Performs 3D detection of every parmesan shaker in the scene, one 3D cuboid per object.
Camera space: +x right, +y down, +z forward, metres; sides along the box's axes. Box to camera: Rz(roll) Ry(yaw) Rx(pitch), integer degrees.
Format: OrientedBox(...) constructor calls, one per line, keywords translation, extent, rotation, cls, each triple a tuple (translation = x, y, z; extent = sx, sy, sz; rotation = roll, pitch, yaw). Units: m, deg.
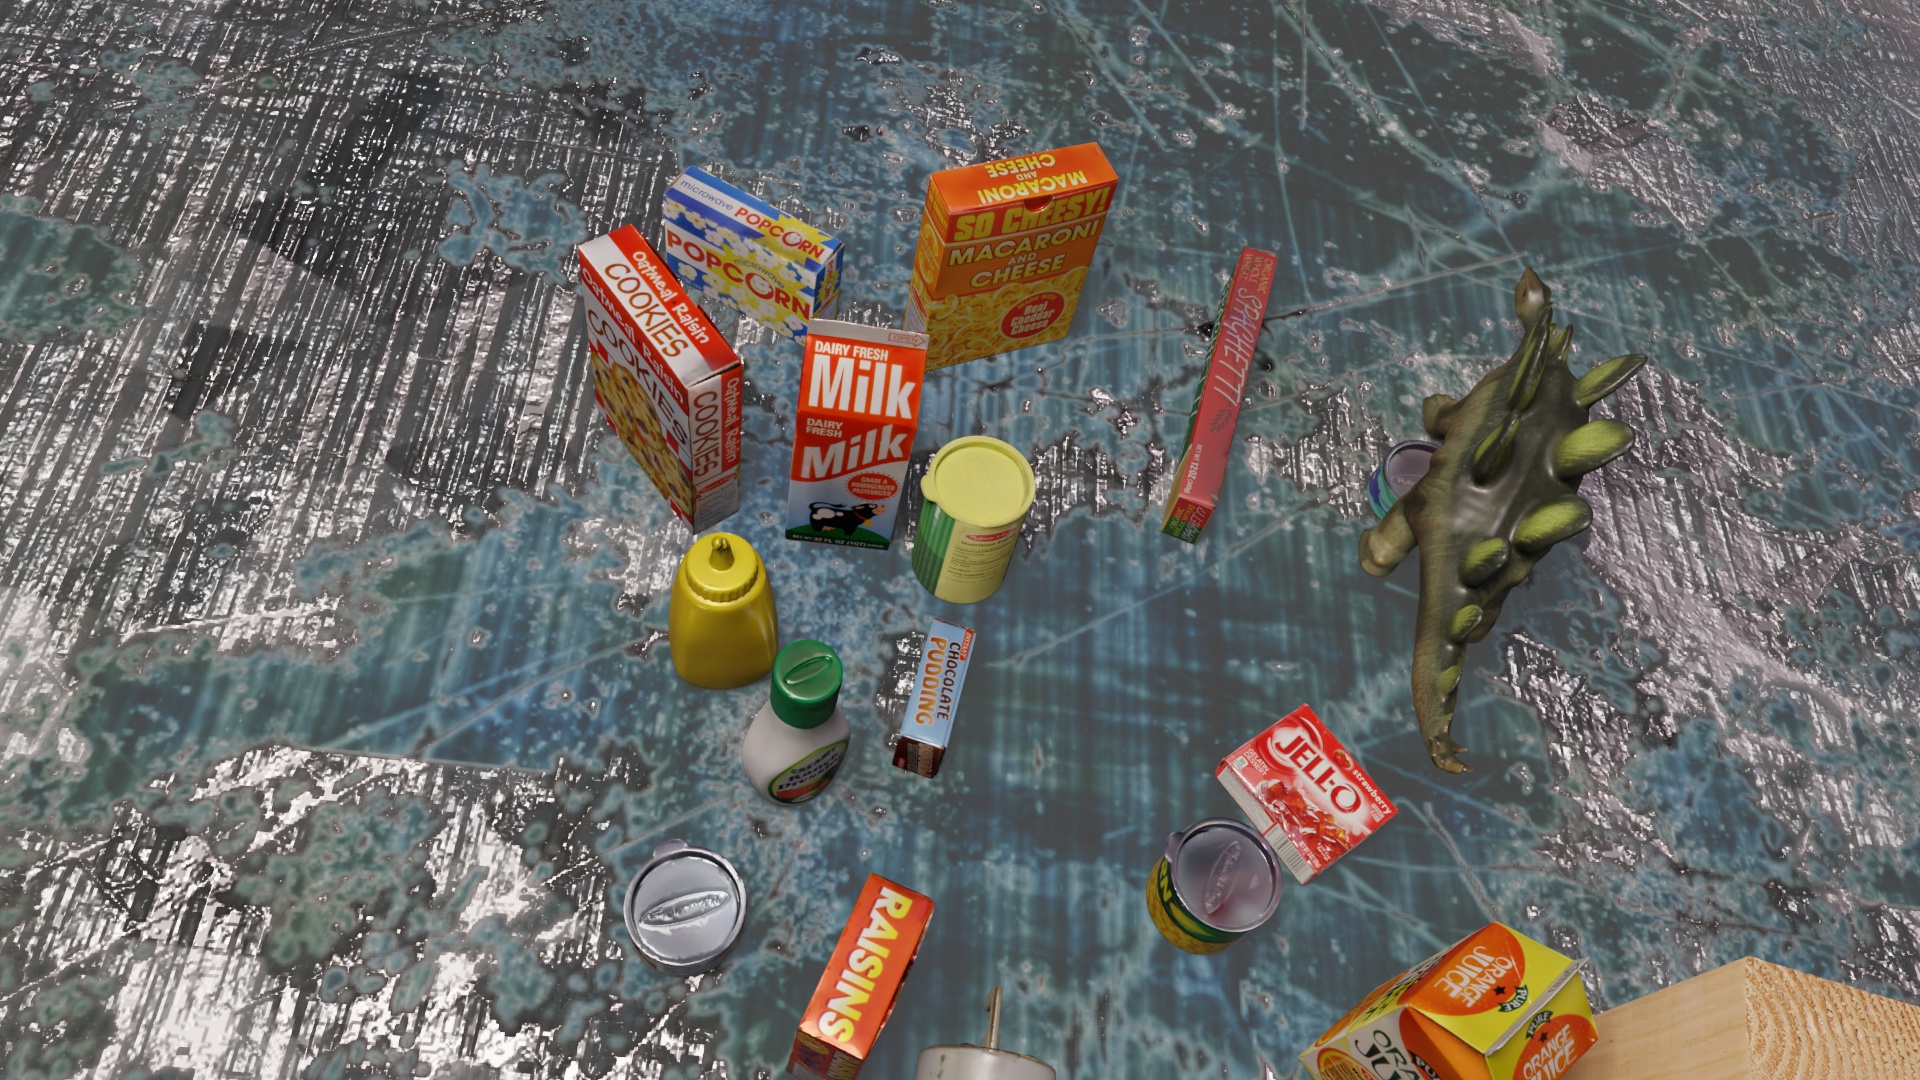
OrientedBox(translation=(0.003, -0.011, 0.890), extent=(0.071, 0.102, 0.071), rotation=(4, 59, -7), cls="parmesan shaker")

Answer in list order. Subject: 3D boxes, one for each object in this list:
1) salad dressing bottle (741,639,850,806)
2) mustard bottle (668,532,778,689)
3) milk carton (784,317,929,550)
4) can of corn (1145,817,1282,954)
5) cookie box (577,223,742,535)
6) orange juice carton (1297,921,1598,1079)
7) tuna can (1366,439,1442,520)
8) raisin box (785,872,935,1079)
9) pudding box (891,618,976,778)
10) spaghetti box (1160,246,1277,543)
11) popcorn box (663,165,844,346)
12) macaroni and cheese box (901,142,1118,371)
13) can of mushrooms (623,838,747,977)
OrientedBox(translation=(-0.090, 0.103, 0.779), extent=(0.064, 0.147, 0.044), rotation=(-25, 67, -22), cls="salad dressing bottle")
OrientedBox(translation=(-0.137, 0.036, 0.803), extent=(0.065, 0.159, 0.049), rotation=(-5, 61, -13), cls="mustard bottle")
OrientedBox(translation=(-0.066, -0.074, 0.863), extent=(0.072, 0.189, 0.074), rotation=(6, 59, -6), cls="milk carton")
OrientedBox(translation=(0.145, 0.202, 0.814), extent=(0.071, 0.058, 0.071), rotation=(4, 59, -7), cls="can of corn")
OrientedBox(translation=(-0.185, -0.097, 0.870), extent=(0.040, 0.166, 0.123), rotation=(-31, 69, -24), cls="cookie box")
OrientedBox(translation=(0.255, 0.260, 0.720), extent=(0.072, 0.191, 0.073), rotation=(-30, 69, -24), cls="orange juice carton")
OrientedBox(translation=(0.331, -0.035, 1.003), extent=(0.071, 0.032, 0.071), rotation=(4, 59, -7), cls="tuna can")
OrientedBox(translation=(-0.053, 0.234, 0.721), extent=(0.040, 0.122, 0.086), rotation=(25, 59, 5), cls="raisin box")
OrientedBox(translation=(-0.016, 0.097, 0.853), extent=(0.030, 0.049, 0.084), rotation=(16, 58, 0), cls="pudding box")
OrientedBox(translation=(0.191, -0.112, 1.014), extent=(0.029, 0.050, 0.251), rotation=(19, 58, 1), cls="spaghetti box")
OrientedBox(translation=(-0.148, -0.201, 0.986), extent=(0.127, 0.084, 0.038), rotation=(28, 59, 7), cls="popcorn box")
OrientedBox(translation=(0.031, -0.193, 0.966), extent=(0.124, 0.165, 0.040), rotation=(-16, 64, -18), cls="macaroni and cheese box")
OrientedBox(translation=(-0.153, 0.205, 0.774), extent=(0.071, 0.033, 0.071), rotation=(4, 59, -7), cls="can of mushrooms")
